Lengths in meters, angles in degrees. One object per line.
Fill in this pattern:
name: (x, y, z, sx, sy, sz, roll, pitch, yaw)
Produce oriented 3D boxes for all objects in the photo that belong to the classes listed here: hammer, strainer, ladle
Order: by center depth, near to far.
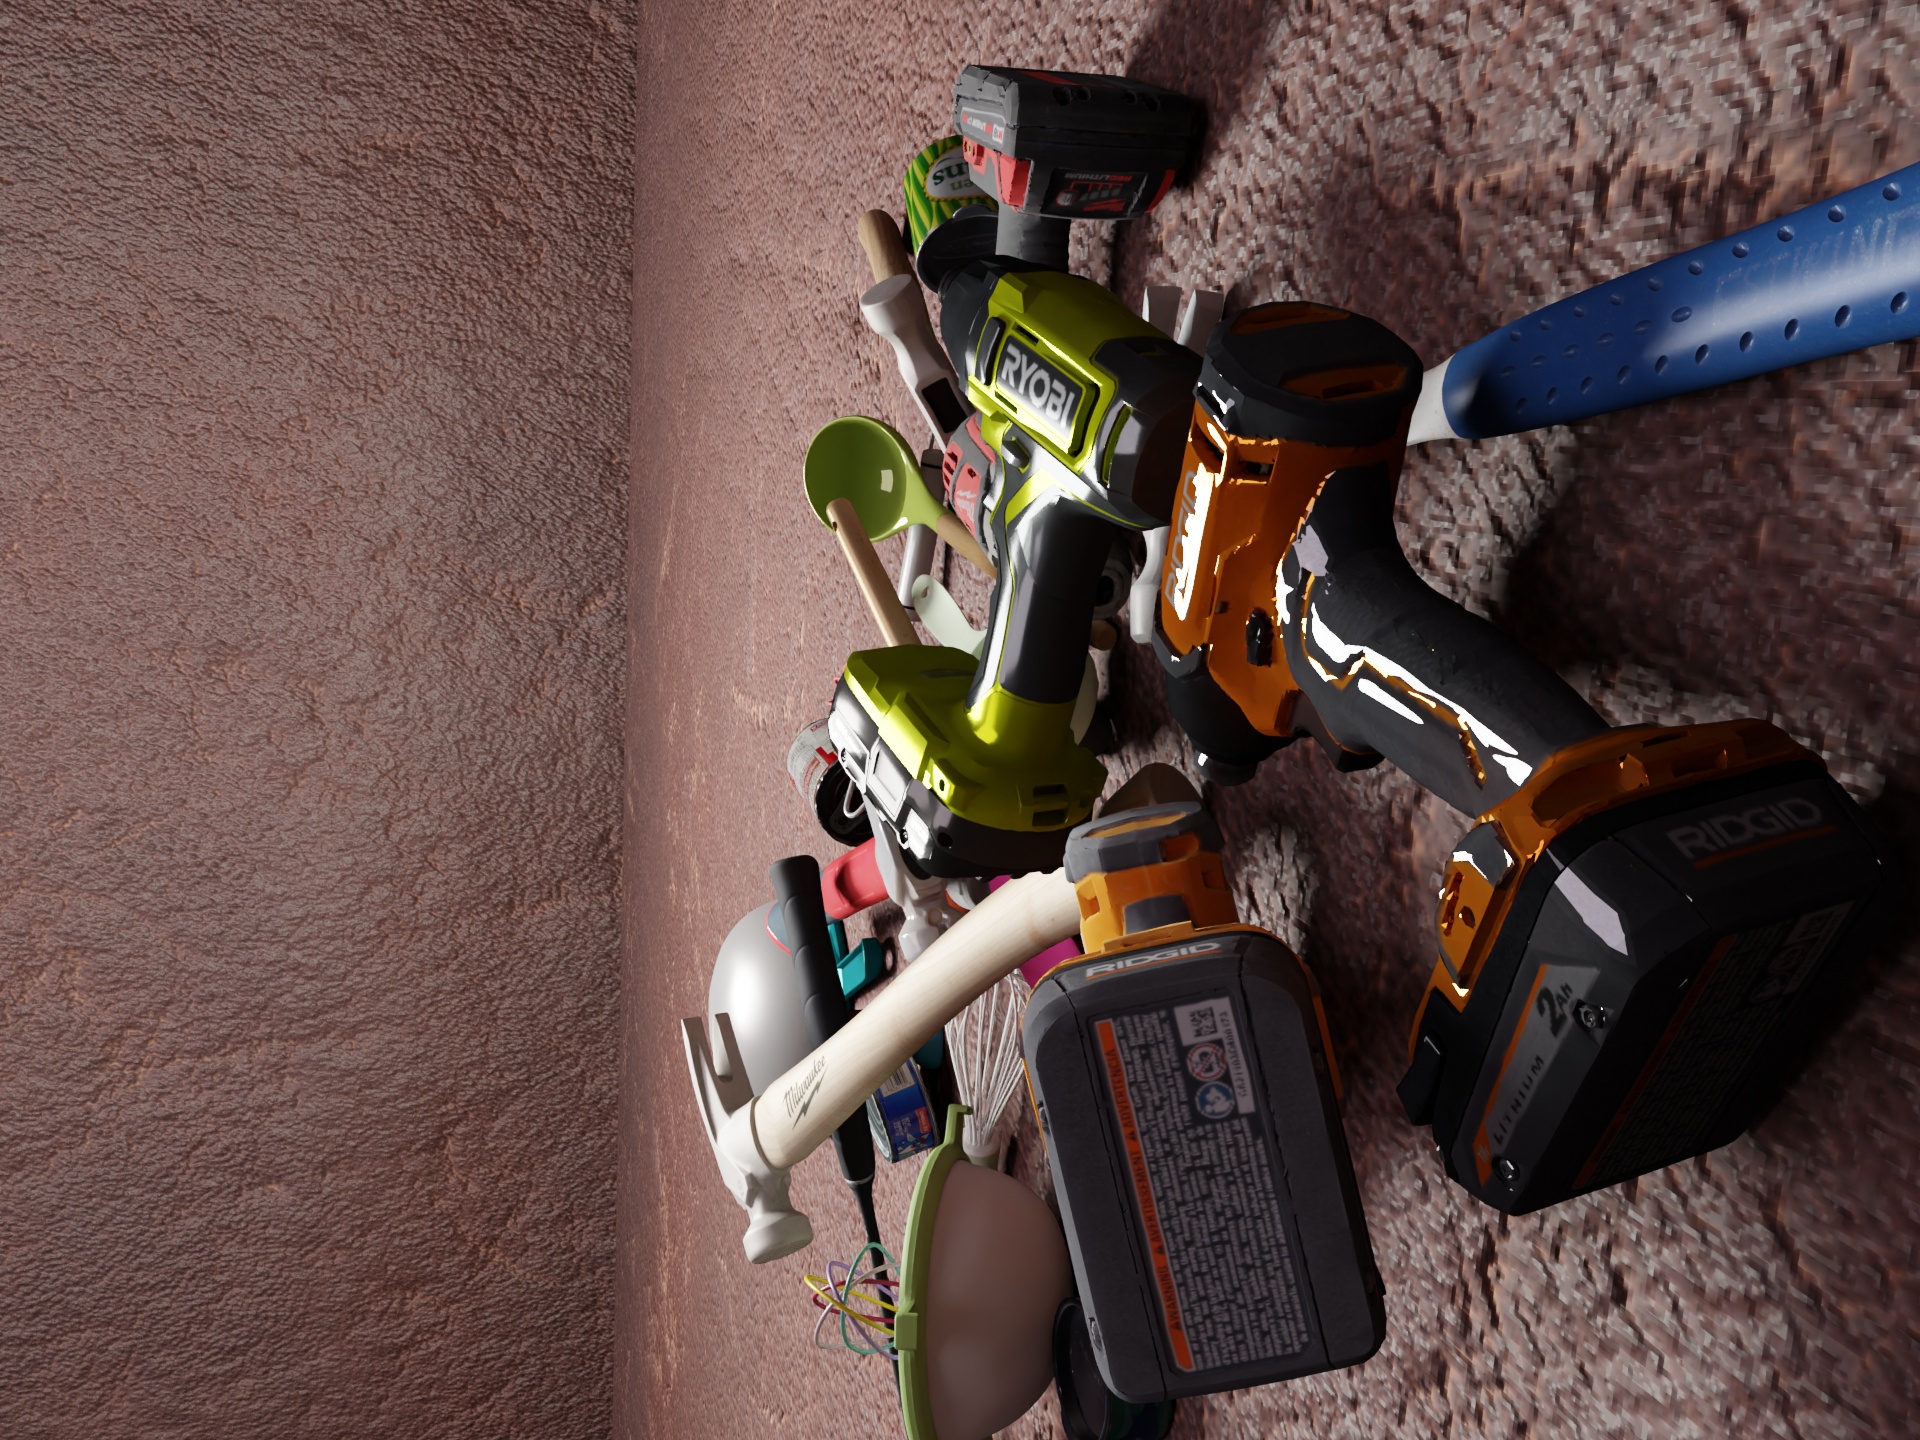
hammer: (0.145, -0.102, 0.479, 0.405, 0.035, 0.144, -179, 89, -72)
hammer: (-0.025, 0.133, 0.792, 0.410, 0.038, 0.146, -46, 58, 40)
strainer: (0.027, 0.332, 0.805, 0.152, 0.069, 0.256, -70, -26, -59)
ladle: (-0.008, -0.100, 0.873, 0.320, 0.062, 0.078, -136, 50, -56)
hammer: (-0.057, 0.280, 0.924, 0.149, 0.036, 0.409, 90, 167, -85)
hammer: (-0.031, -0.247, 0.958, 0.130, 0.031, 0.332, 60, -172, -32)
hammer: (-0.081, 0.093, 1.007, 0.386, 0.038, 0.143, 143, 110, -70)
strainer: (-0.032, -0.061, 1.015, 0.087, 0.050, 0.258, 23, 108, 41)
strainer: (-0.141, 0.219, 1.259, 0.340, 0.095, 0.211, 130, 137, -65)

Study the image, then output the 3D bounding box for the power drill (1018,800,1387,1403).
power drill: (0.078, 0.132, 0.513, 0.226, 0.084, 0.185, -47, -57, -82)

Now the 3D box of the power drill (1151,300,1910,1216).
power drill: (0.121, 0.011, 0.432, 0.164, 0.084, 0.227, 94, 157, -43)

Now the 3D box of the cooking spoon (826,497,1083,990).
cooking spoon: (0.000, 0.020, 0.816, 0.319, 0.017, 0.068, 64, 154, 15)

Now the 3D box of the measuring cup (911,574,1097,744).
measuring cup: (0.017, -0.031, 0.788, 0.083, 0.038, 0.168, -57, 32, 14)

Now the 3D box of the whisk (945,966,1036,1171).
whisk: (0.010, 0.227, 0.881, 0.058, 0.059, 0.246, -48, -32, -55)

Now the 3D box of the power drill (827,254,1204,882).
power drill: (0.019, -0.064, 0.637, 0.171, 0.080, 0.223, 49, 132, 45)

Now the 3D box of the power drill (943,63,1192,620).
power drill: (0.044, -0.168, 0.719, 0.188, 0.080, 0.226, -118, 29, -60)

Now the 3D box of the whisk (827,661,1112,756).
whisk: (-0.001, -0.003, 0.877, 0.296, 0.073, 0.073, 7, 97, 63)

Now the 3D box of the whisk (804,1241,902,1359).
whisk: (-0.026, 0.309, 0.827, 0.244, 0.047, 0.051, 57, -148, -61)

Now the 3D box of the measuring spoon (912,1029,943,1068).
measuring spoon: (-0.030, 0.162, 1.033, 0.042, 0.021, 0.129, 156, 111, -70)
